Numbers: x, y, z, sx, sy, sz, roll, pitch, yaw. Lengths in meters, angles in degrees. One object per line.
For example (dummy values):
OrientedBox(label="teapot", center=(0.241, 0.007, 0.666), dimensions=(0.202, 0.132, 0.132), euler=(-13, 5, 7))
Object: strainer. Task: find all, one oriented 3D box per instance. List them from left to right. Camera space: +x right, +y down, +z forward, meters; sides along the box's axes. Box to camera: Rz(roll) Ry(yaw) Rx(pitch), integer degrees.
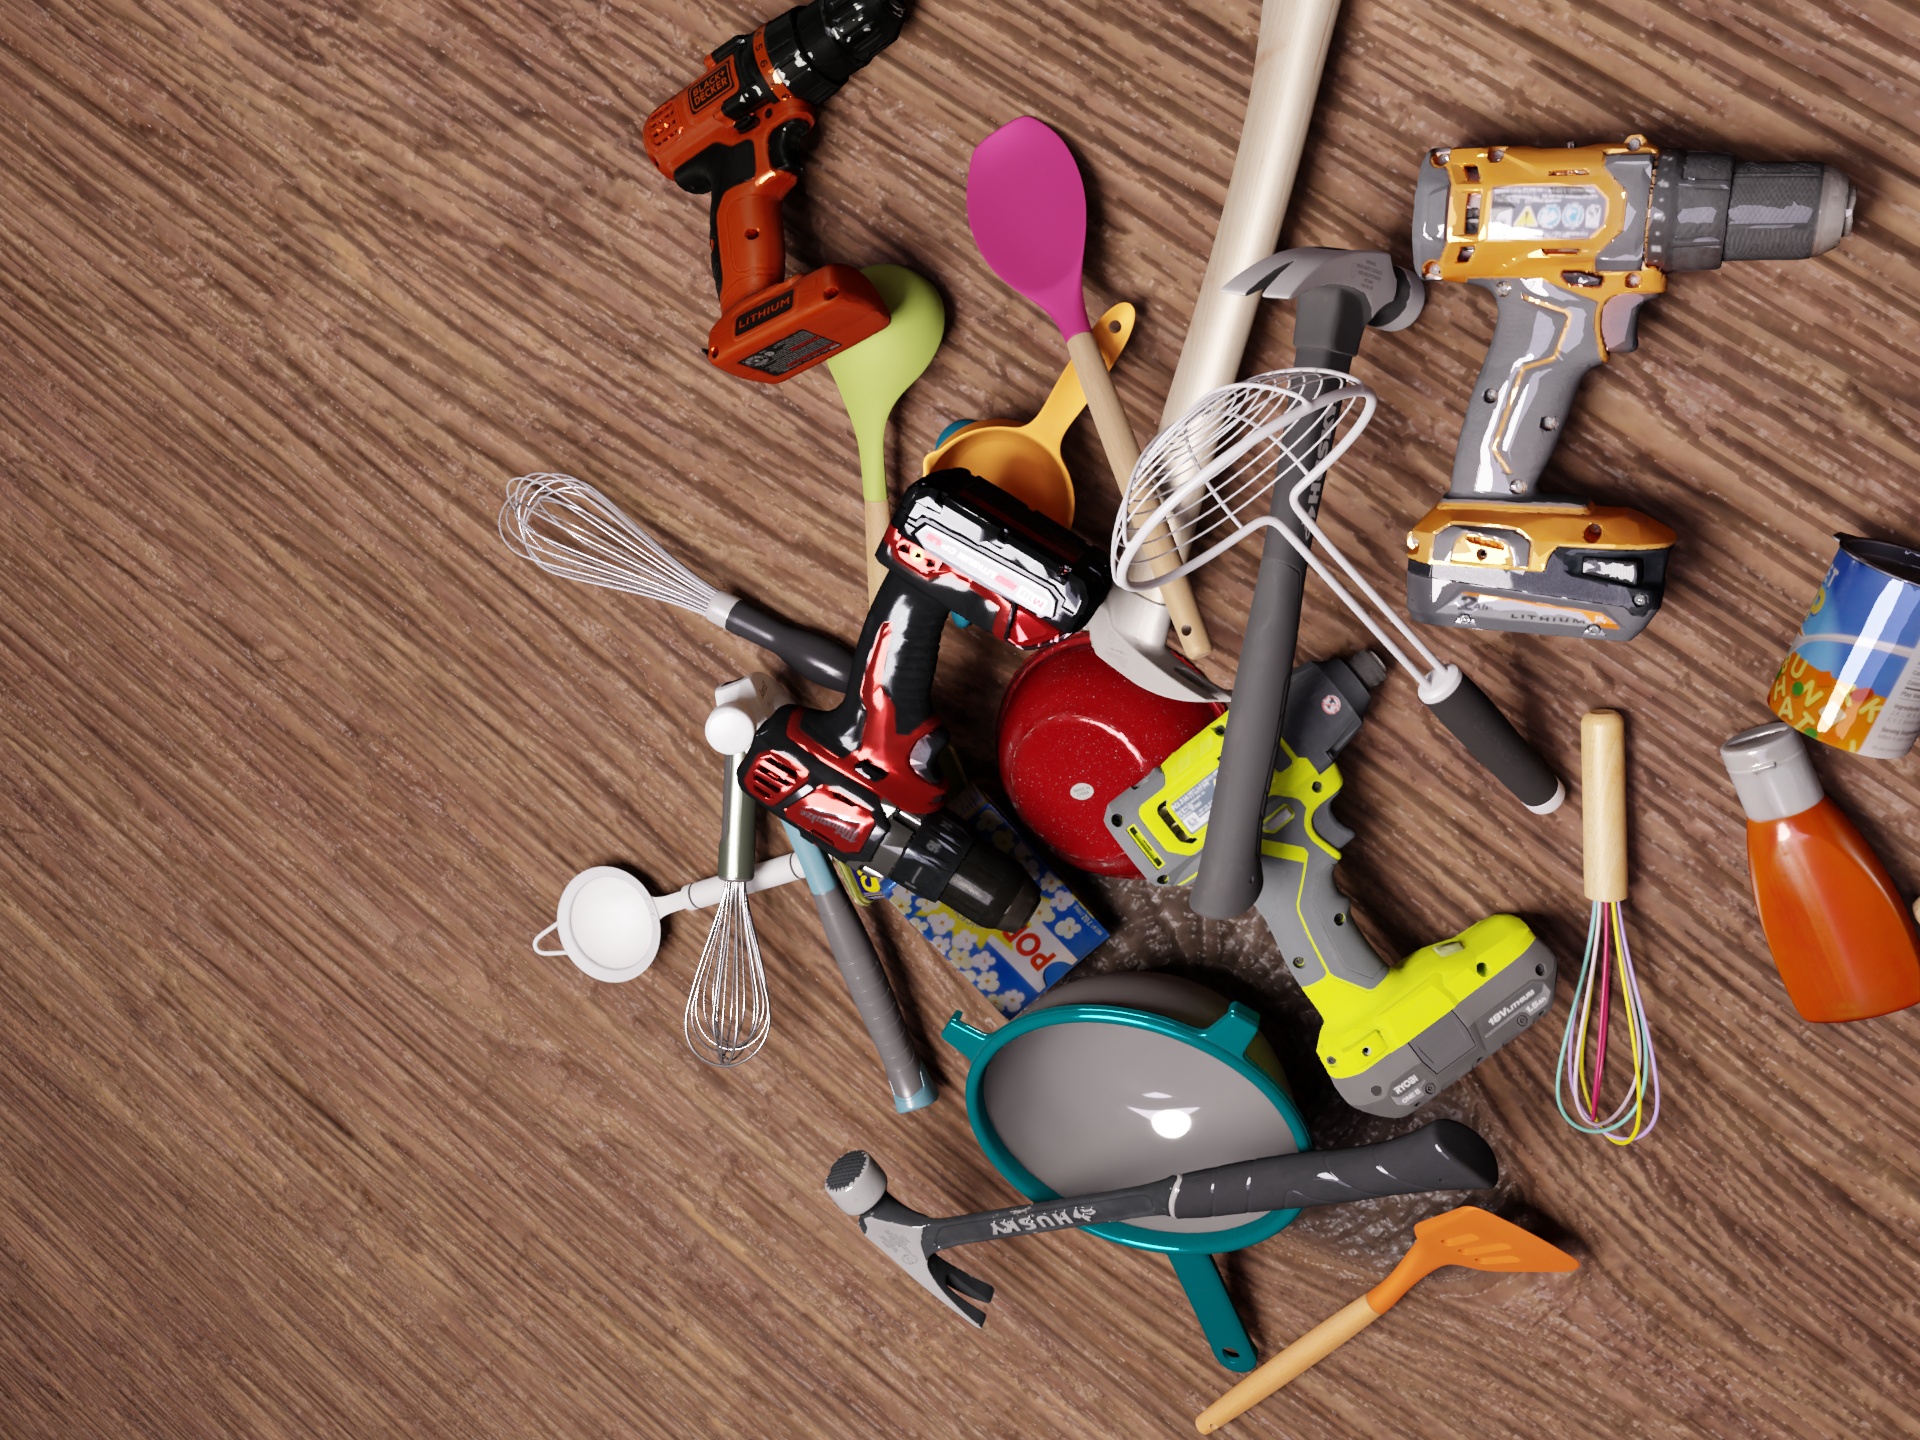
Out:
OrientedBox(label="strainer", center=(-0.197, 0.130, 1.145), dimensions=(0.258, 0.050, 0.087), euler=(-18, 90, 26))
OrientedBox(label="strainer", center=(0.138, 0.273, 1.001), dimensions=(0.211, 0.095, 0.340), euler=(-7, 124, 27))

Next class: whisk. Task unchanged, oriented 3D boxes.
OrientedBox(label="whisk", center=(-0.183, -0.087, 1.049), dimensions=(0.285, 0.070, 0.070), euler=(28, 119, 11))
OrientedBox(label="whisk", center=(-0.154, 0.115, 1.082), dimensions=(0.059, 0.058, 0.246), euler=(2, 92, -13))
OrientedBox(label="whisk", center=(0.343, 0.113, 0.852), dimensions=(0.051, 0.047, 0.245), euler=(-3, 103, 16))

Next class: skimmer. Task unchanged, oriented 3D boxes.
OrientedBox(label="skimmer", center=(0.200, -0.030, 0.726), dimensions=(0.127, 0.090, 0.362), euler=(-39, 127, 19))

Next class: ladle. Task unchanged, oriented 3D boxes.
OrientedBox(label="ladle", center=(-0.042, -0.115, 0.975), dimensions=(0.078, 0.062, 0.320), euler=(17, 123, 32))

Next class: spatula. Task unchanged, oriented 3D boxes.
OrientedBox(label="spatula", center=(0.246, 0.386, 1.003), dimensions=(0.081, 0.041, 0.322), euler=(30, 124, -11))

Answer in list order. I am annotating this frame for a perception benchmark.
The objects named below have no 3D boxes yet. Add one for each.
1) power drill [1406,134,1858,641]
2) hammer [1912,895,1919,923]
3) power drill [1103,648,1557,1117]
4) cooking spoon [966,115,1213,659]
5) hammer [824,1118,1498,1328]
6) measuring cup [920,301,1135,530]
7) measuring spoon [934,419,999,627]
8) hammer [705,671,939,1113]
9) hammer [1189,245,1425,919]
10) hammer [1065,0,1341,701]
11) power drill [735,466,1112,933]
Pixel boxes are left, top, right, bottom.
OrientedBox(label="power drill", center=(0.304, -0.156, 0.749), dimensions=(0.185, 0.084, 0.226), euler=(7, 107, 24))
OrientedBox(label="hammer", center=(0.550, -0.020, 0.694), dimensions=(0.130, 0.031, 0.331), euler=(36, 122, 12))
OrientedBox(label="power drill", center=(0.211, 0.085, 0.868), dimensions=(0.171, 0.080, 0.223), euler=(-38, 89, 6))
OrientedBox(label="cooking spoon", center=(0.071, -0.179, 0.839), dimensions=(0.069, 0.017, 0.319), euler=(-26, 74, 26))
OrientedBox(label="hammer", center=(0.113, 0.287, 0.936), dimensions=(0.409, 0.036, 0.149), euler=(-20, 117, 33))
OrientedBox(label="measuring cup", center=(0.044, -0.162, 0.897), dimensions=(0.095, 0.052, 0.173), euler=(32, 106, -9))
OrientedBox(label="measuring spoon", center=(0.000, -0.115, 0.955), dimensions=(0.042, 0.021, 0.128), euler=(11, 112, 24))
OrientedBox(label="hammer", center=(-0.084, 0.120, 1.041), dimensions=(0.033, 0.128, 0.330), euler=(-19, 108, 7))
OrientedBox(label="hammer", center=(0.154, -0.063, 0.782), dimensions=(0.035, 0.146, 0.334), euler=(18, 105, 36))
OrientedBox(label="hammer", center=(0.142, -0.211, 0.806), dimensions=(0.146, 0.038, 0.410), euler=(41, 126, 49))
OrientedBox(label="power drill", center=(-0.001, -0.003, 0.877), dimensions=(0.188, 0.080, 0.226), euler=(32, 112, 3))
